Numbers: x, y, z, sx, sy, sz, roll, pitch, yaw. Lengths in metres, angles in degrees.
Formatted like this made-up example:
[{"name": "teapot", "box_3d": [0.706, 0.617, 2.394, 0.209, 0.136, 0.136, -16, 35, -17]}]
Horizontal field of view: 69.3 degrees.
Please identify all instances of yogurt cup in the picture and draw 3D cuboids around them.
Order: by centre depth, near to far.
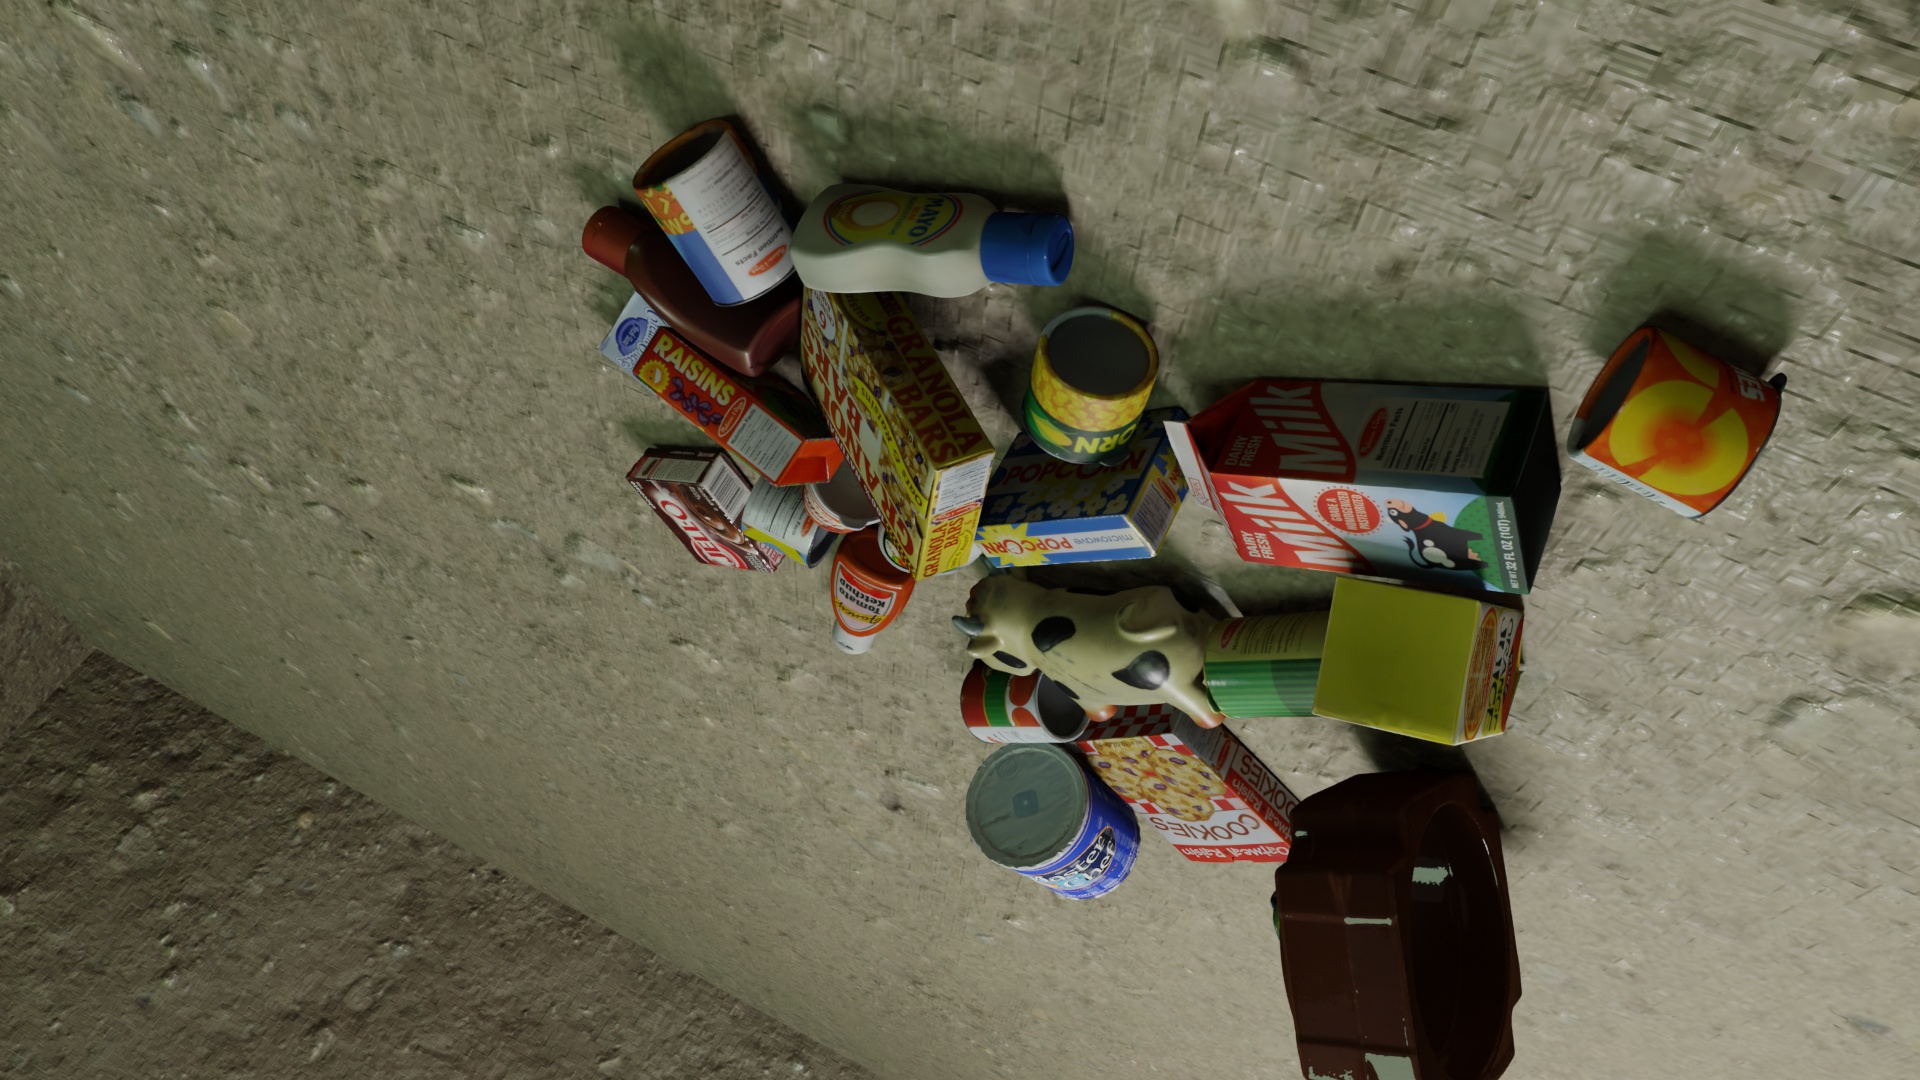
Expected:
[{"name": "yogurt cup", "box_3d": [-0.078, -0.038, 0.961, 0.072, 0.072, 0.053, 36, 157, -8]}]

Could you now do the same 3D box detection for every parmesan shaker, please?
[{"name": "parmesan shaker", "box_3d": [0.212, 0.080, 0.867, 0.103, 0.071, 0.071, -8, 132, 47]}]

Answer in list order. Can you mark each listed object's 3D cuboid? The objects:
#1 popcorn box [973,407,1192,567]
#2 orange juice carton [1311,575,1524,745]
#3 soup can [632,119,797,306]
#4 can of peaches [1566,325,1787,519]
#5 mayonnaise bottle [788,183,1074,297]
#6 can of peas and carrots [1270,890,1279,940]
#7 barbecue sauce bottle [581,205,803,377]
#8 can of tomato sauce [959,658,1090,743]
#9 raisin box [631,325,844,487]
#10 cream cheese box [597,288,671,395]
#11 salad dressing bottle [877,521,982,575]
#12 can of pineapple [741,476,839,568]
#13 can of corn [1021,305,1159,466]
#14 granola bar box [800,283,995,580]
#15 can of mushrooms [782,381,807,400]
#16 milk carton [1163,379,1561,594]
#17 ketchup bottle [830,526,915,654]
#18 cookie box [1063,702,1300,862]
[{"name": "popcorn box", "box_3d": [0.073, -0.030, 0.817, 0.126, 0.085, 0.038, -5, 135, 45]}, {"name": "orange juice carton", "box_3d": [0.257, 0.065, 0.757, 0.072, 0.073, 0.193, 10, -179, 30]}, {"name": "soup can", "box_3d": [-0.138, -0.187, 0.793, 0.071, 0.072, 0.083, 2, 138, 39]}, {"name": "can of peaches", "box_3d": [0.306, -0.053, 0.598, 0.058, 0.071, 0.071, 28, 149, 6]}, {"name": "mayonnaise bottle", "box_3d": [-0.014, -0.157, 0.734, 0.148, 0.065, 0.041, 9, 145, 26]}, {"name": "can of peas and carrots", "box_3d": [0.295, 0.304, 1.128, 0.071, 0.071, 0.058, 32, 149, -2]}, {"name": "barbecue sauce bottle", "box_3d": [-0.169, -0.161, 0.865, 0.149, 0.065, 0.043, 31, 158, 17]}, {"name": "can of tomato sauce", "box_3d": [0.051, 0.122, 1.080, 0.083, 0.071, 0.071, -10, 130, 48]}, {"name": "raisin box", "box_3d": [-0.137, -0.086, 0.891, 0.123, 0.040, 0.086, 38, -165, 11]}, {"name": "cream cheese box", "box_3d": [-0.213, -0.143, 0.963, 0.053, 0.024, 0.103, 38, 149, -13]}, {"name": "salad dressing bottle", "box_3d": [0.003, -0.012, 0.944, 0.147, 0.044, 0.064, -14, 116, 50]}, {"name": "can of pineapple", "box_3d": [-0.119, -0.021, 1.019, 0.058, 0.071, 0.070, 27, 149, 8]}, {"name": "can of corn", "box_3d": [0.072, -0.083, 0.756, 0.071, 0.071, 0.058, 26, 149, 9]}, {"name": "granola bar box", "box_3d": [-0.042, -0.075, 0.811, 0.166, 0.039, 0.123, 60, 159, 24]}, {"name": "can of mushrooms", "box_3d": [-0.132, -0.082, 0.972, 0.071, 0.033, 0.070, 23, 148, 15]}, {"name": "milk carton", "box_3d": [0.198, -0.032, 0.714, 0.190, 0.074, 0.072, 8, 142, 35]}, {"name": "ketchup bottle", "box_3d": [-0.074, 0.045, 1.097, 0.065, 0.044, 0.148, 29, 150, 3]}, {"name": "cookie box", "box_3d": [0.180, 0.191, 1.088, 0.167, 0.040, 0.122, 44, 147, -21]}]
